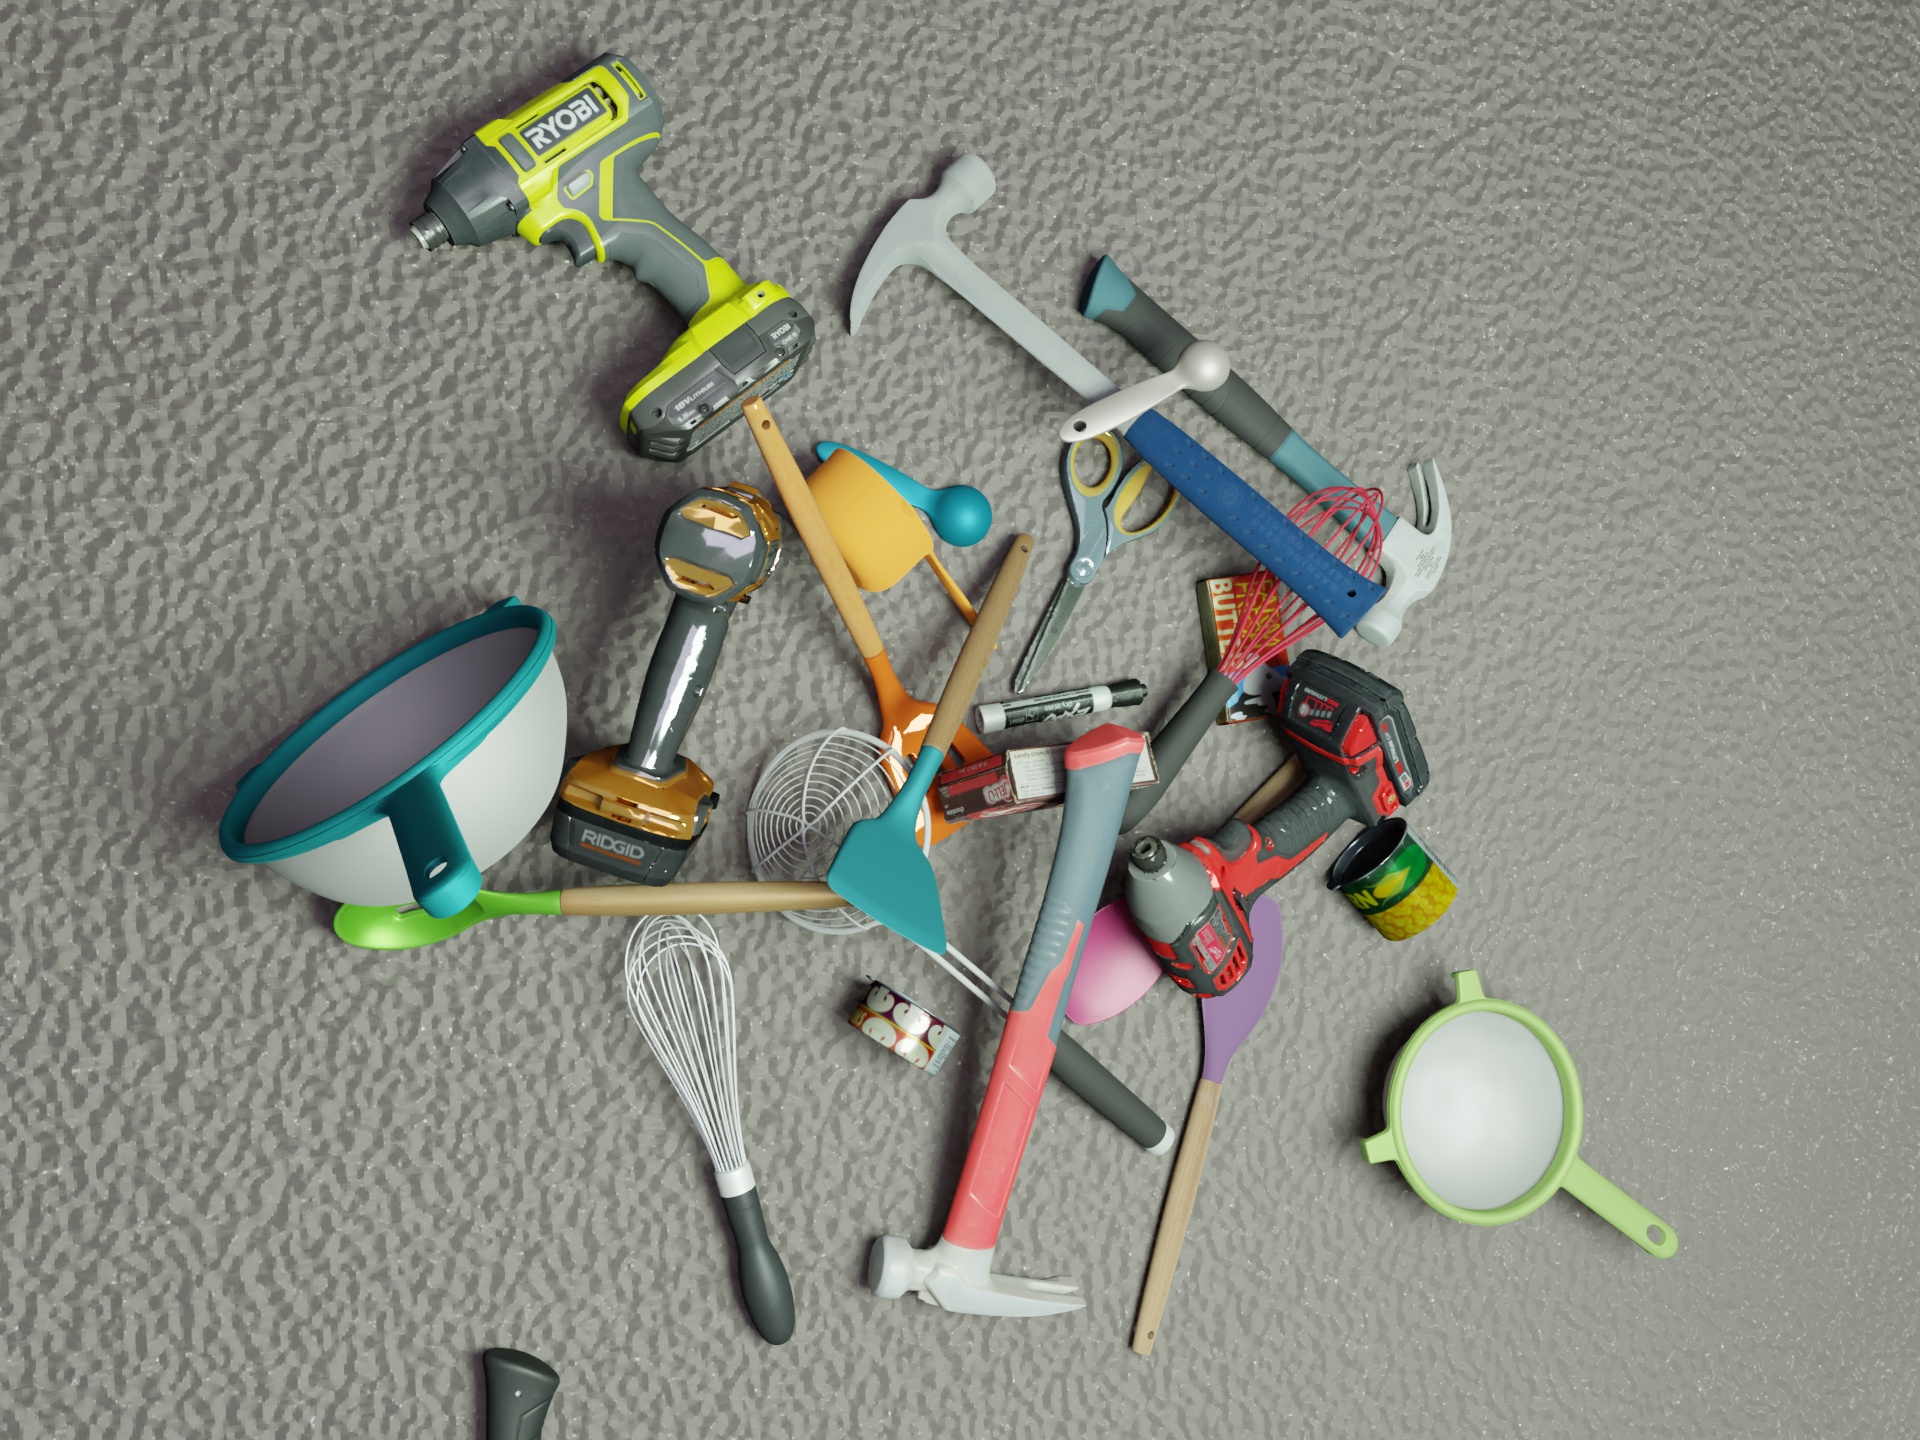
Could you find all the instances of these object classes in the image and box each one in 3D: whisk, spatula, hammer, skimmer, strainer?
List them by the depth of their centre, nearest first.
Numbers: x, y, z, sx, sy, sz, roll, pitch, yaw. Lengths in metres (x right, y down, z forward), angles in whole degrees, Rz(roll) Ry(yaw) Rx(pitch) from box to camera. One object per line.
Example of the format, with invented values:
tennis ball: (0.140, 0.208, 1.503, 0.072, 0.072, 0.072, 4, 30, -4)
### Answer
strainer: (-0.268, 0.052, 0.832, 0.211, 0.341, 0.095, -36, 119, -11)
hammer: (-0.271, 0.540, 0.929, 0.146, 0.035, 0.335, 2, 86, -16)
spatula: (-0.002, -0.003, 0.975, 0.082, 0.044, 0.318, 34, 55, -16)
whisk: (-0.148, 0.251, 0.976, 0.070, 0.070, 0.284, -16, 95, -16)
spatula: (-0.058, -0.058, 0.977, 0.081, 0.041, 0.322, -37, 128, -15)
hammer: (0.059, 0.191, 0.984, 0.143, 0.038, 0.386, 12, 102, -17)
skimmer: (0.011, 0.153, 1.033, 0.127, 0.090, 0.363, -42, 111, 14)
hammer: (0.103, -0.196, 1.034, 0.405, 0.035, 0.144, 42, 78, 7)
whisk: (0.188, -0.043, 1.062, 0.073, 0.073, 0.296, 39, 85, -10)
spatula: (0.165, 0.270, 1.079, 0.059, 0.018, 0.316, 21, 80, -24)
strainer: (0.390, 0.298, 1.114, 0.256, 0.069, 0.151, 36, 75, -11)
hammer: (0.214, -0.203, 1.118, 0.331, 0.033, 0.128, 39, 78, -10)

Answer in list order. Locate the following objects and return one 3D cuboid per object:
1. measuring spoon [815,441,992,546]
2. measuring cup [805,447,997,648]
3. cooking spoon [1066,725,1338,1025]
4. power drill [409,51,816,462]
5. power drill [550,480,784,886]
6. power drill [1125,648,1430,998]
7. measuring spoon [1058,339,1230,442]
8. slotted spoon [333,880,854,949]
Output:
measuring spoon: (-0.035, -0.155, 1.050, 0.128, 0.021, 0.042, 23, 80, -14)
measuring cup: (-0.042, -0.094, 1.024, 0.052, 0.095, 0.173, -44, 116, -9)
cooking spoon: (0.180, 0.087, 1.096, 0.319, 0.017, 0.068, -43, 106, -14)
power drill: (-0.212, -0.279, 0.985, 0.171, 0.080, 0.223, -40, 93, -15)
power drill: (-0.162, -0.033, 0.948, 0.084, 0.185, 0.226, 19, 99, -3)
power drill: (0.196, 0.066, 1.031, 0.220, 0.079, 0.143, -45, 133, -11)
measuring spoon: (0.117, -0.209, 1.010, 0.124, 0.018, 0.034, -28, 79, -8)
slotted spoon: (-0.207, 0.107, 0.935, 0.313, 0.070, 0.031, -2, 51, 0)
